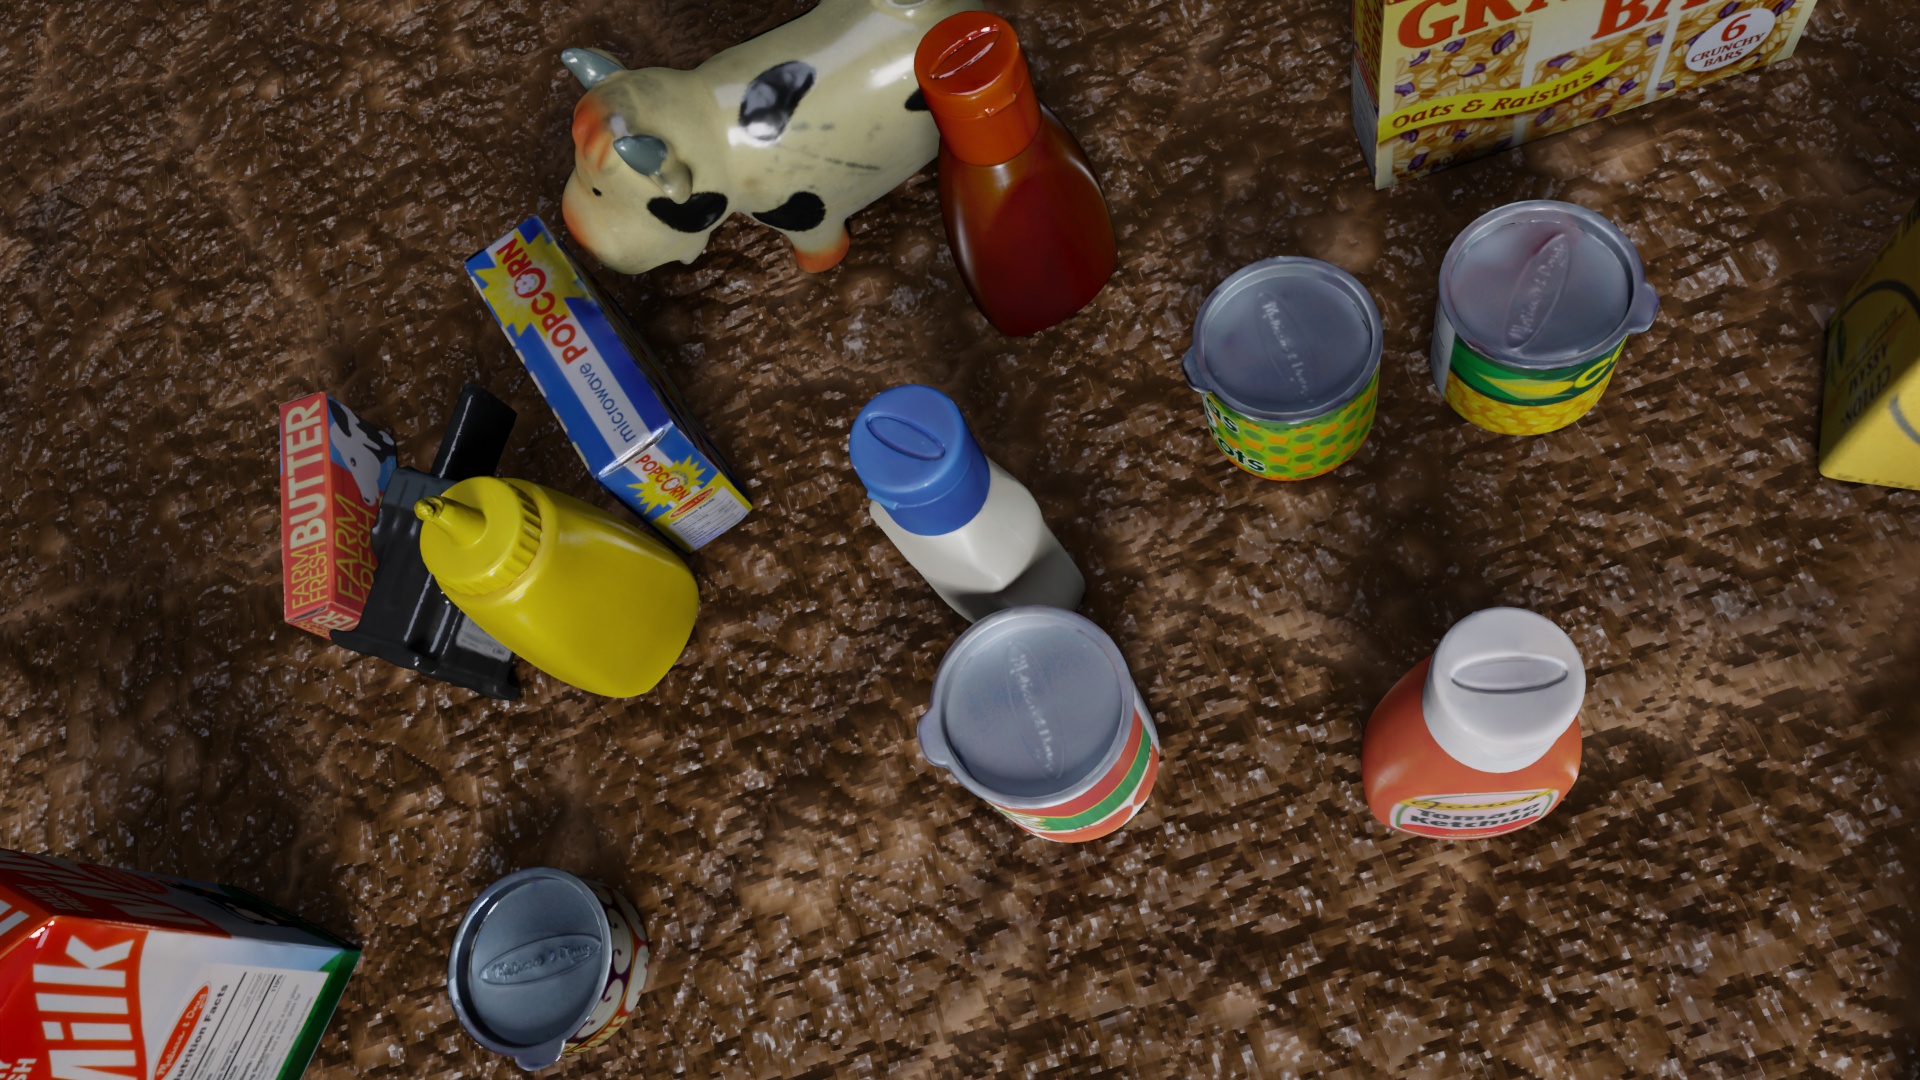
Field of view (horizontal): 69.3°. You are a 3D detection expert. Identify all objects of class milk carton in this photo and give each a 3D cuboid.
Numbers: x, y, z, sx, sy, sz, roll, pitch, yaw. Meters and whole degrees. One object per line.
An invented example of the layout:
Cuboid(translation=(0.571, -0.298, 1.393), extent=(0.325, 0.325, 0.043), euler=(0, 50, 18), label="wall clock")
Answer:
Cuboid(translation=(-0.304, 0.153, 0.471), extent=(0.072, 0.190, 0.073), euler=(17, 75, 20), label="milk carton")

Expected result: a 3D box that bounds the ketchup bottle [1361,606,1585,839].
Cuboid(translation=(0.154, 0.057, 0.413), extent=(0.065, 0.148, 0.044), euler=(-6, 69, 12), label="ketchup bottle")

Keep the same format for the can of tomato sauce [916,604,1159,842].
Cuboid(translation=(0.030, 0.067, 0.477), extent=(0.071, 0.083, 0.071), euler=(-5, 69, 13), label="can of tomato sauce")

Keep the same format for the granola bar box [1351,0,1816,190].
Cuboid(translation=(0.229, -0.203, 0.507), extent=(0.165, 0.124, 0.039), euler=(-17, 67, 8), label="granola bar box")

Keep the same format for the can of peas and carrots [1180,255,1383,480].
Cuboid(translation=(0.120, -0.061, 0.517), extent=(0.071, 0.058, 0.071), euler=(-5, 69, 13), label="can of peas and carrots")

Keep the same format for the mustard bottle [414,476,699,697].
Cuboid(translation=(-0.149, 0.011, 0.502), extent=(0.049, 0.160, 0.065), euler=(22, 77, 21), label="mustard bottle")

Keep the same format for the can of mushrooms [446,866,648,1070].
Cuboid(translation=(-0.152, 0.159, 0.516), extent=(0.071, 0.033, 0.071), euler=(-5, 69, 13), label="can of mushrooms")

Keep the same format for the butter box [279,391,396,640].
Cuboid(translation=(-0.266, -0.008, 0.598), extent=(0.024, 0.053, 0.104), euler=(-17, 66, 8), label="butter box")

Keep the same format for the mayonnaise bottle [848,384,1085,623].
Cuboid(translation=(0.002, -0.006, 0.477), extent=(0.065, 0.147, 0.041), euler=(27, 79, 22), label="mayonnaise bottle")

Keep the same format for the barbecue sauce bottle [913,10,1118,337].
Cuboid(translation=(0.020, -0.134, 0.521), extent=(0.065, 0.148, 0.044), euler=(-35, 65, 0), label="barbecue sauce bottle")

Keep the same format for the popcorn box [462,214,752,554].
Cuboid(translation=(-0.143, -0.062, 0.570), extent=(0.038, 0.085, 0.127), euler=(-36, 65, -1), label="popcorn box")

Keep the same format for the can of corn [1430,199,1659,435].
Cuboid(translation=(0.208, -0.078, 0.501), extent=(0.071, 0.058, 0.071), euler=(-5, 69, 13), label="can of corn")
